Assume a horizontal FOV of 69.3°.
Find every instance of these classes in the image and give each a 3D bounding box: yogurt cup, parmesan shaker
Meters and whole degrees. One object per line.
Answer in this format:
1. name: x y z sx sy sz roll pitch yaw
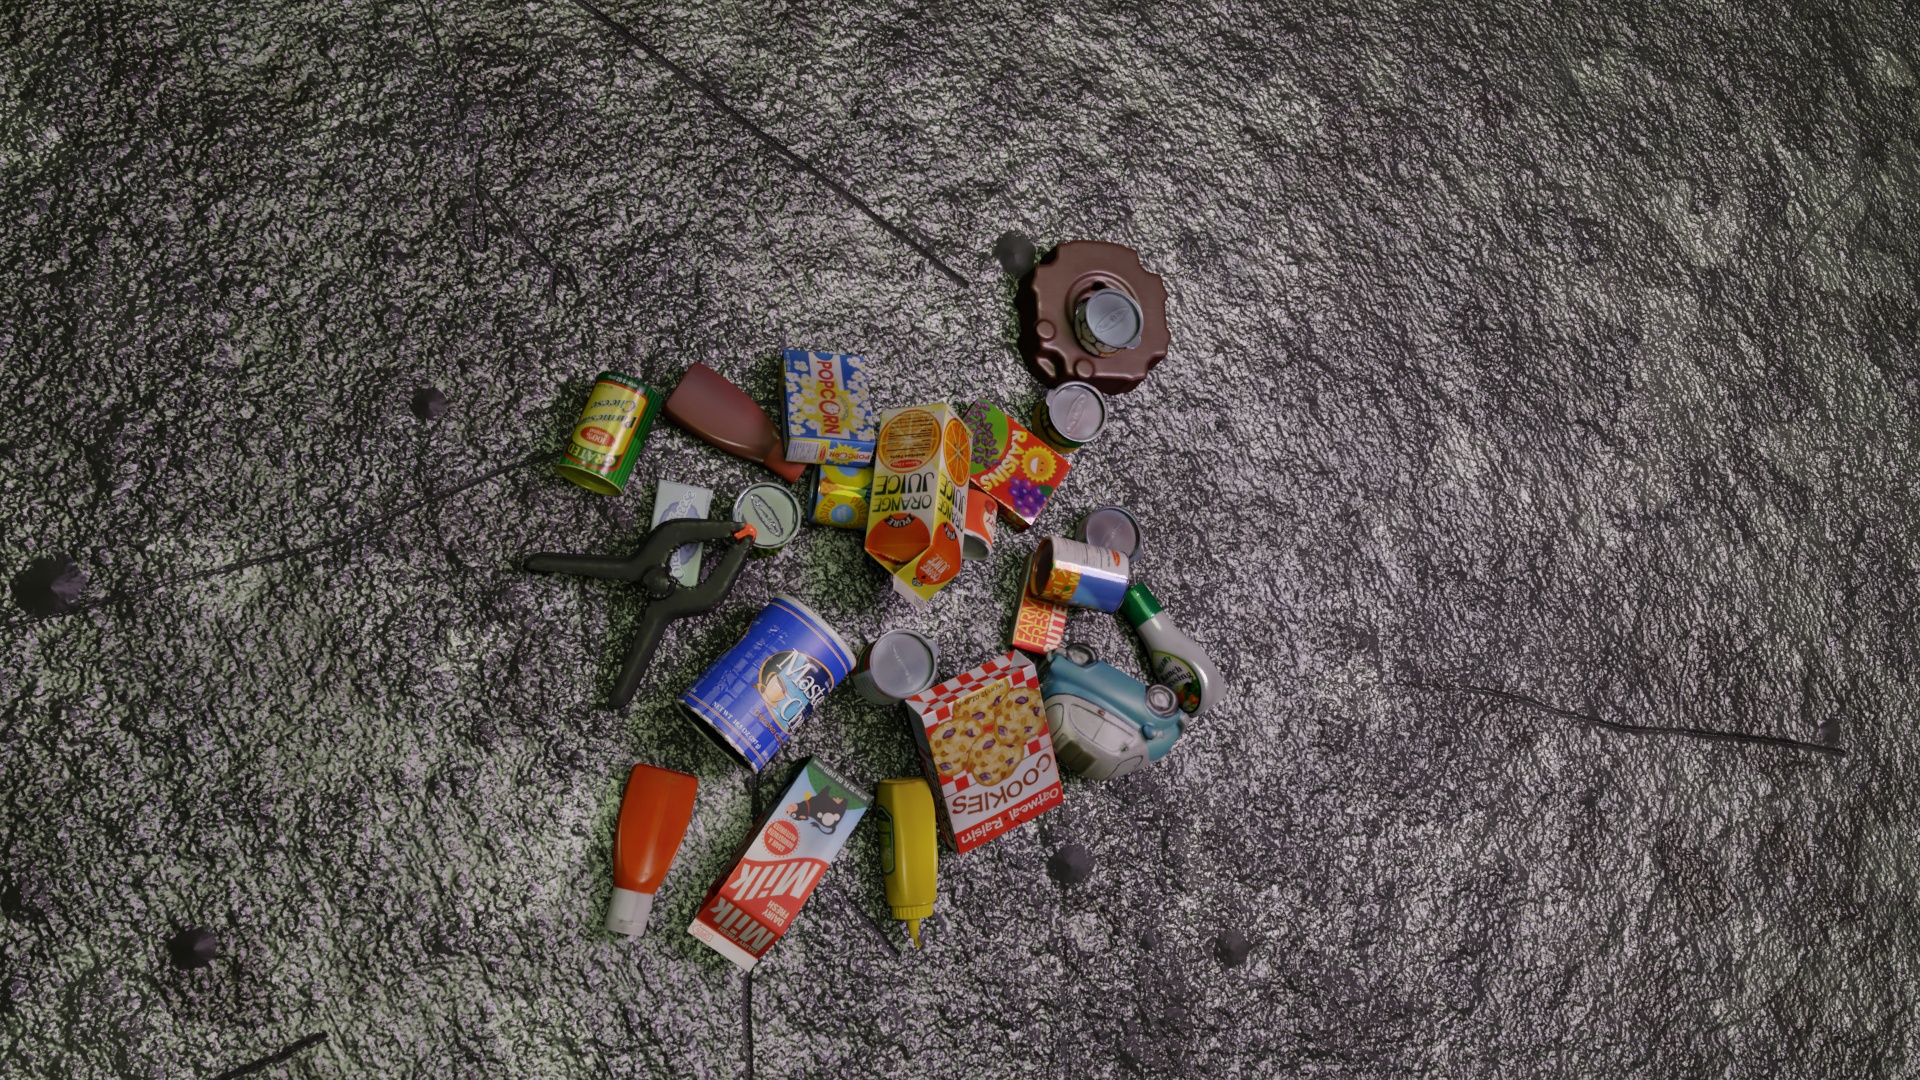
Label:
1. yogurt cup: 0.005 -0.018 1.412 0.072 0.072 0.054 22 65 -12
2. parmesan shaker: -0.337 -0.103 1.324 0.071 0.071 0.103 23 72 -11

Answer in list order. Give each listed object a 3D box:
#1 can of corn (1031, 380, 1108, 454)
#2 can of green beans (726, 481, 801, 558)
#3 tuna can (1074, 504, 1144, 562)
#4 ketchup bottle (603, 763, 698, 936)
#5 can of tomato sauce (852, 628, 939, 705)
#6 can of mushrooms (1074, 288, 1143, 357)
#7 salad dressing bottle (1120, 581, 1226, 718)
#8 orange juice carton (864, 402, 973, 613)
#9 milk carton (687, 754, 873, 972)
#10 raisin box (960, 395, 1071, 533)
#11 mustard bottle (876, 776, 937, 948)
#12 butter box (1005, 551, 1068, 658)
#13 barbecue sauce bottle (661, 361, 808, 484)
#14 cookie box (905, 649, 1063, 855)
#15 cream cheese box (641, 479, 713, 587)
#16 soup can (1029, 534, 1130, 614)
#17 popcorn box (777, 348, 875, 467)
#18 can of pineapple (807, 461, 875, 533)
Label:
1. can of corn: 0.113 -0.131 1.472 0.071 0.058 0.071 4 78 -16
2. can of green beans: -0.193 -0.019 1.353 0.071 0.057 0.071 4 77 -16
3. tuna can: 0.159 -0.001 1.471 0.071 0.032 0.071 4 77 -16
4. ketchup bottle: -0.287 0.282 1.266 0.065 0.043 0.149 16 74 -12
5. can of tomato sauce: -0.064 0.123 1.348 0.071 0.083 0.071 4 77 -16
6. can of mushrooms: 0.157 -0.226 1.460 0.071 0.033 0.071 5 74 -18
7. salad dressing bottle: 0.218 0.113 1.452 0.044 0.064 0.148 -27 78 -39
8. orange juice carton: -0.041 -0.031 1.351 0.073 0.071 0.193 -4 66 22
9. milk carton: -0.168 0.297 1.283 0.072 0.073 0.191 36 71 -7
10. raisin box: 0.042 -0.079 1.449 0.123 0.040 0.086 36 70 -5
11. mustard bottle: -0.049 0.308 1.324 0.049 0.065 0.160 -2 83 -22
12. butter box: 0.084 0.068 1.437 0.053 0.024 0.104 17 73 -12
13. barbecue sauce bottle: -0.217 -0.111 1.374 0.148 0.043 0.065 34 69 -8
14. cookie box: 0.026 0.206 1.339 0.123 0.040 0.166 -23 117 -20
15. cream cheese box: -0.274 -0.004 1.343 0.053 0.024 0.104 10 75 -13
16. soup can: 0.119 0.037 1.408 0.084 0.071 0.071 13 75 -15
17. popcorn box: -0.134 -0.131 1.378 0.085 0.038 0.127 3 48 -16
18. can of pineapple: -0.117 -0.044 1.377 0.058 0.071 0.071 8 76 -14
